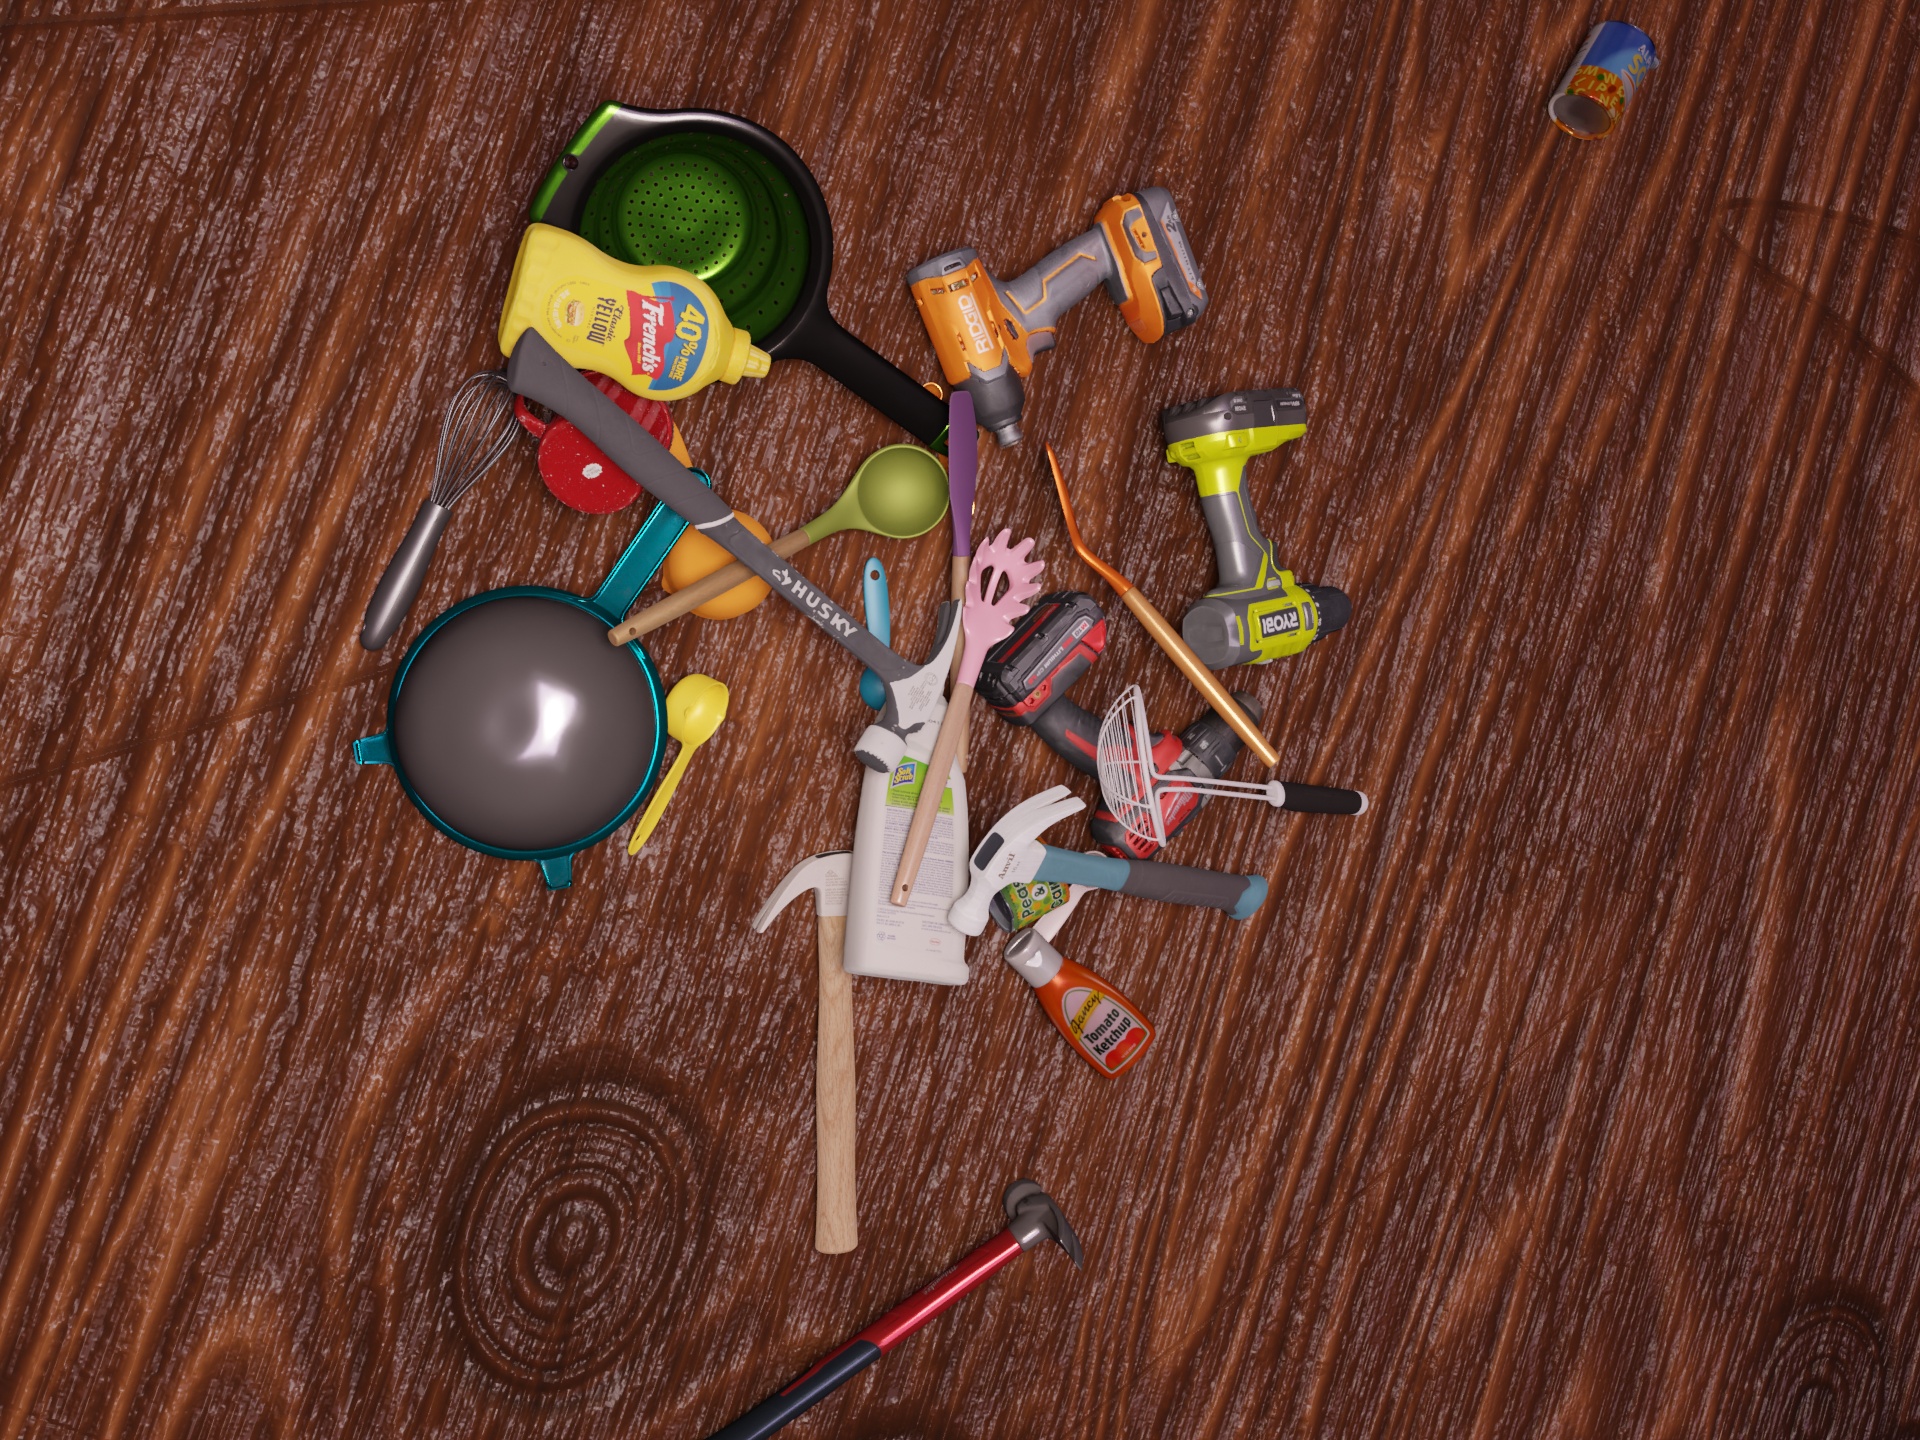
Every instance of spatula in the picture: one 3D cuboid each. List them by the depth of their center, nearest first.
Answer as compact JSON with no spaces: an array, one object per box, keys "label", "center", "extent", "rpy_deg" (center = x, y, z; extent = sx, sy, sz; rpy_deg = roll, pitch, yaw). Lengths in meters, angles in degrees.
[{"label":"spatula","center":[0.001,-0.111,1.311],"extent":[0.018,0.060,0.316],"rpy_deg":[6,103,22]},{"label":"spatula","center":[0.161,-0.094,1.313],"extent":[0.041,0.081,0.323],"rpy_deg":[-40,83,6]}]

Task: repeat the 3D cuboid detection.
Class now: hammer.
[{"label":"hammer","center":[-0.162,-0.138,1.171],"extent":[0.408,0.036,0.149],"rpy_deg":[41,67,-23]},{"label":"hammer","center":[-0.075,0.512,1.283],"extent":[0.386,0.143,0.038],"rpy_deg":[-33,98,-9]},{"label":"hammer","center":[-0.105,0.273,1.311],"extent":[0.130,0.031,0.331],"rpy_deg":[0,92,-18]},{"label":"hammer","center":[0.140,0.131,1.319],"extent":[0.330,0.033,0.128],"rpy_deg":[13,110,-41]}]

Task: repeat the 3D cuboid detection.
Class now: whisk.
[{"label":"whisk","center":[-0.392,-0.159,1.198],"extent":[0.055,0.055,0.239],"rpy_deg":[27,89,-17]}]

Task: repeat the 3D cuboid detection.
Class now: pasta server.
[{"label":"pasta server","center":[-0.002,-0.004,1.262],"extent":[0.060,0.040,0.316],"rpy_deg":[22,72,-14]}]

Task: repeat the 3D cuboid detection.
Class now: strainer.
[{"label":"strainer","center":[-0.291,-0.048,1.177],"extent":[0.211,0.095,0.340],"rpy_deg":[35,90,-5]}]

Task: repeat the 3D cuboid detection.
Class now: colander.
[{"label":"colander","center":[-0.145,-0.332,1.248],"extent":[0.396,0.095,0.204],"rpy_deg":[31,110,-32]}]

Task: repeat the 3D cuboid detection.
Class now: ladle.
[{"label":"ladle","center":[-0.133,-0.131,1.225],"extent":[0.320,0.062,0.078],"rpy_deg":[-34,116,-35]}]

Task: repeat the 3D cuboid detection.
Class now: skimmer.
[{"label":"skimmer","center":[0.245,0.050,1.323],"extent":[0.363,0.090,0.127],"rpy_deg":[8,68,-39]}]

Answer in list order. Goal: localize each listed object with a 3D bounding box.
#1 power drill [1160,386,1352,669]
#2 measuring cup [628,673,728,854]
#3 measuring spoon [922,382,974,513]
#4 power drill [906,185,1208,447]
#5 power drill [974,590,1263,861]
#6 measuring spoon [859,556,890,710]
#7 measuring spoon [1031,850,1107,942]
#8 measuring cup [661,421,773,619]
[{"label":"power drill","center":[0.260,-0.165,1.374],"extent":[0.190,0.080,0.228],"rpy_deg":[-14,96,-40]},{"label":"measuring cup","center":[-0.235,0.033,1.261],"extent":[0.029,0.062,0.156],"rpy_deg":[31,96,19]},{"label":"measuring spoon","center":[-0.011,-0.226,1.336],"extent":[0.021,0.011,0.117],"rpy_deg":[-20,101,-9]},{"label":"power drill","center":[0.086,-0.336,1.327],"extent":[0.226,0.084,0.164],"rpy_deg":[-24,99,-11]},{"label":"power drill","center":[0.141,-0.009,1.357],"extent":[0.188,0.080,0.226],"rpy_deg":[-46,107,-11]},{"label":"measuring spoon","center":[-0.065,-0.071,1.315],"extent":[0.042,0.021,0.128],"rpy_deg":[-7,96,-17]},{"label":"measuring spoon","center":[0.084,0.163,1.378],"extent":[0.034,0.018,0.124],"rpy_deg":[40,87,-20]},{"label":"measuring cup","center":[-0.203,-0.163,1.253],"extent":[0.095,0.052,0.173],"rpy_deg":[-23,101,-15]}]
